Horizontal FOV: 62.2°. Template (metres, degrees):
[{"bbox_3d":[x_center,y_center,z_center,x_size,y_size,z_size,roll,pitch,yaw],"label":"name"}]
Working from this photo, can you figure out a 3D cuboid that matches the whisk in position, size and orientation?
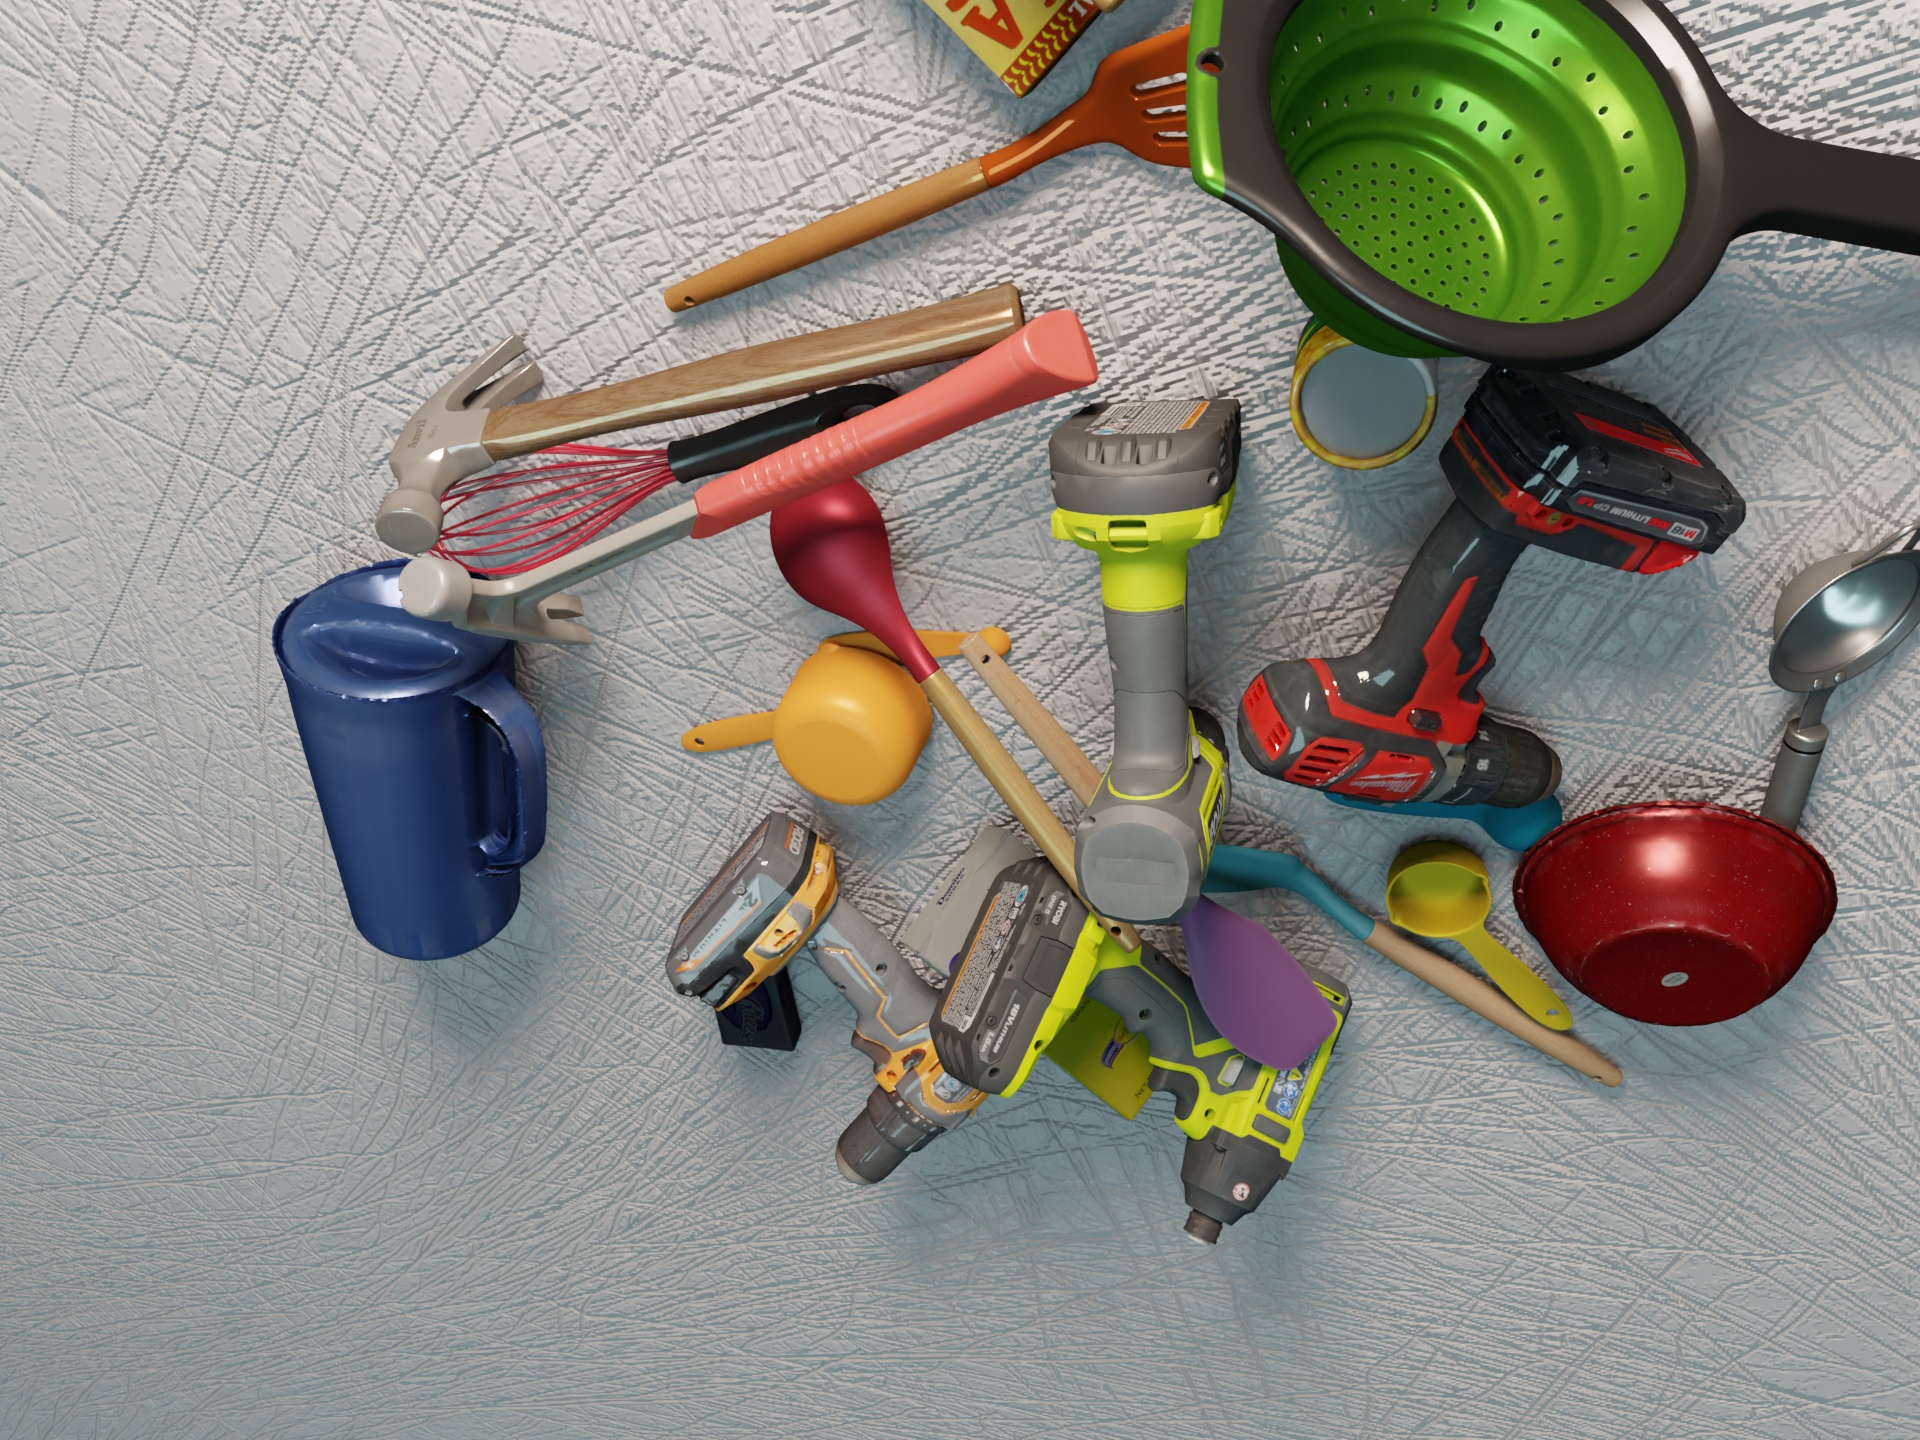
[{"bbox_3d":[-0.169,-0.134,0.858,0.296,0.073,0.073,-12,120,16],"label":"whisk"}]

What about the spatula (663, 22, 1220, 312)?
[{"bbox_3d":[-0.010,-0.242,0.741,0.322,0.041,0.080,-13,140,26],"label":"spatula"}]

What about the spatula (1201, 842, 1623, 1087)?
[{"bbox_3d":[0.256,0.145,0.931,0.317,0.044,0.082,30,147,-7],"label":"spatula"}]

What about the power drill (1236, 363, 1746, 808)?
[{"bbox_3d":[0.260,-0.043,0.758,0.187,0.080,0.226,11,129,-26],"label":"power drill"}]

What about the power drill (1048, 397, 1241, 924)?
[{"bbox_3d":[0.099,-0.038,0.782,0.080,0.190,0.228,2,110,16],"label":"power drill"}]

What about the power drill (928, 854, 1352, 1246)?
[{"bbox_3d":[0.104,0.188,0.914,0.223,0.171,0.080,28,169,-16],"label":"power drill"}]

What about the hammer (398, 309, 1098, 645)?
[{"bbox_3d":[-0.098,-0.114,0.799,0.359,0.149,0.037,-20,81,20],"label":"hammer"}]

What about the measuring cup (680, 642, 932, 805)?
[{"bbox_3d":[-0.102,0.014,0.939,0.173,0.052,0.095,-10,124,26],"label":"measuring cup"}]

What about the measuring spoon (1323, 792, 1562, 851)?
[{"bbox_3d":[0.265,0.052,0.875,0.128,0.021,0.042,7,126,10],"label":"measuring spoon"}]

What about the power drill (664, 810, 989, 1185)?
[{"bbox_3d":[-0.078,0.187,1.016,0.226,0.084,0.185,37,108,-13],"label":"power drill"}]

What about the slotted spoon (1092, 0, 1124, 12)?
[{"bbox_3d":[-0.043,-0.395,0.612,0.070,0.031,0.314,-41,92,17],"label":"slotted spoon"}]

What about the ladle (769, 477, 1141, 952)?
[{"bbox_3d":[-0.001,-0.003,0.854,0.069,0.031,0.315,-37,91,24],"label":"ladle"}]

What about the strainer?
[{"bbox_3d":[0.416,0.000,0.784,0.087,0.050,0.258,-14,130,-10],"label":"strainer"}]

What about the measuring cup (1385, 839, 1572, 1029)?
[{"bbox_3d":[0.304,0.124,0.915,0.062,0.029,0.156,-34,114,33],"label":"measuring cup"}]

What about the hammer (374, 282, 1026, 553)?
[{"bbox_3d":[-0.130,-0.168,0.797,0.331,0.130,0.031,-11,138,10],"label":"hammer"}]

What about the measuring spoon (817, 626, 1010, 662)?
[{"bbox_3d":[-0.028,-0.041,0.906,0.117,0.011,0.021,-2,123,18],"label":"measuring spoon"}]

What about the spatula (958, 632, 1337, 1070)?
[{"bbox_3d":[0.101,0.075,0.866,0.060,0.018,0.315,-41,105,-5],"label":"spatula"}]

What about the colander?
[{"bbox_3d":[0.273,-0.204,0.649,0.397,0.205,0.094,7,162,-7],"label":"colander"}]
